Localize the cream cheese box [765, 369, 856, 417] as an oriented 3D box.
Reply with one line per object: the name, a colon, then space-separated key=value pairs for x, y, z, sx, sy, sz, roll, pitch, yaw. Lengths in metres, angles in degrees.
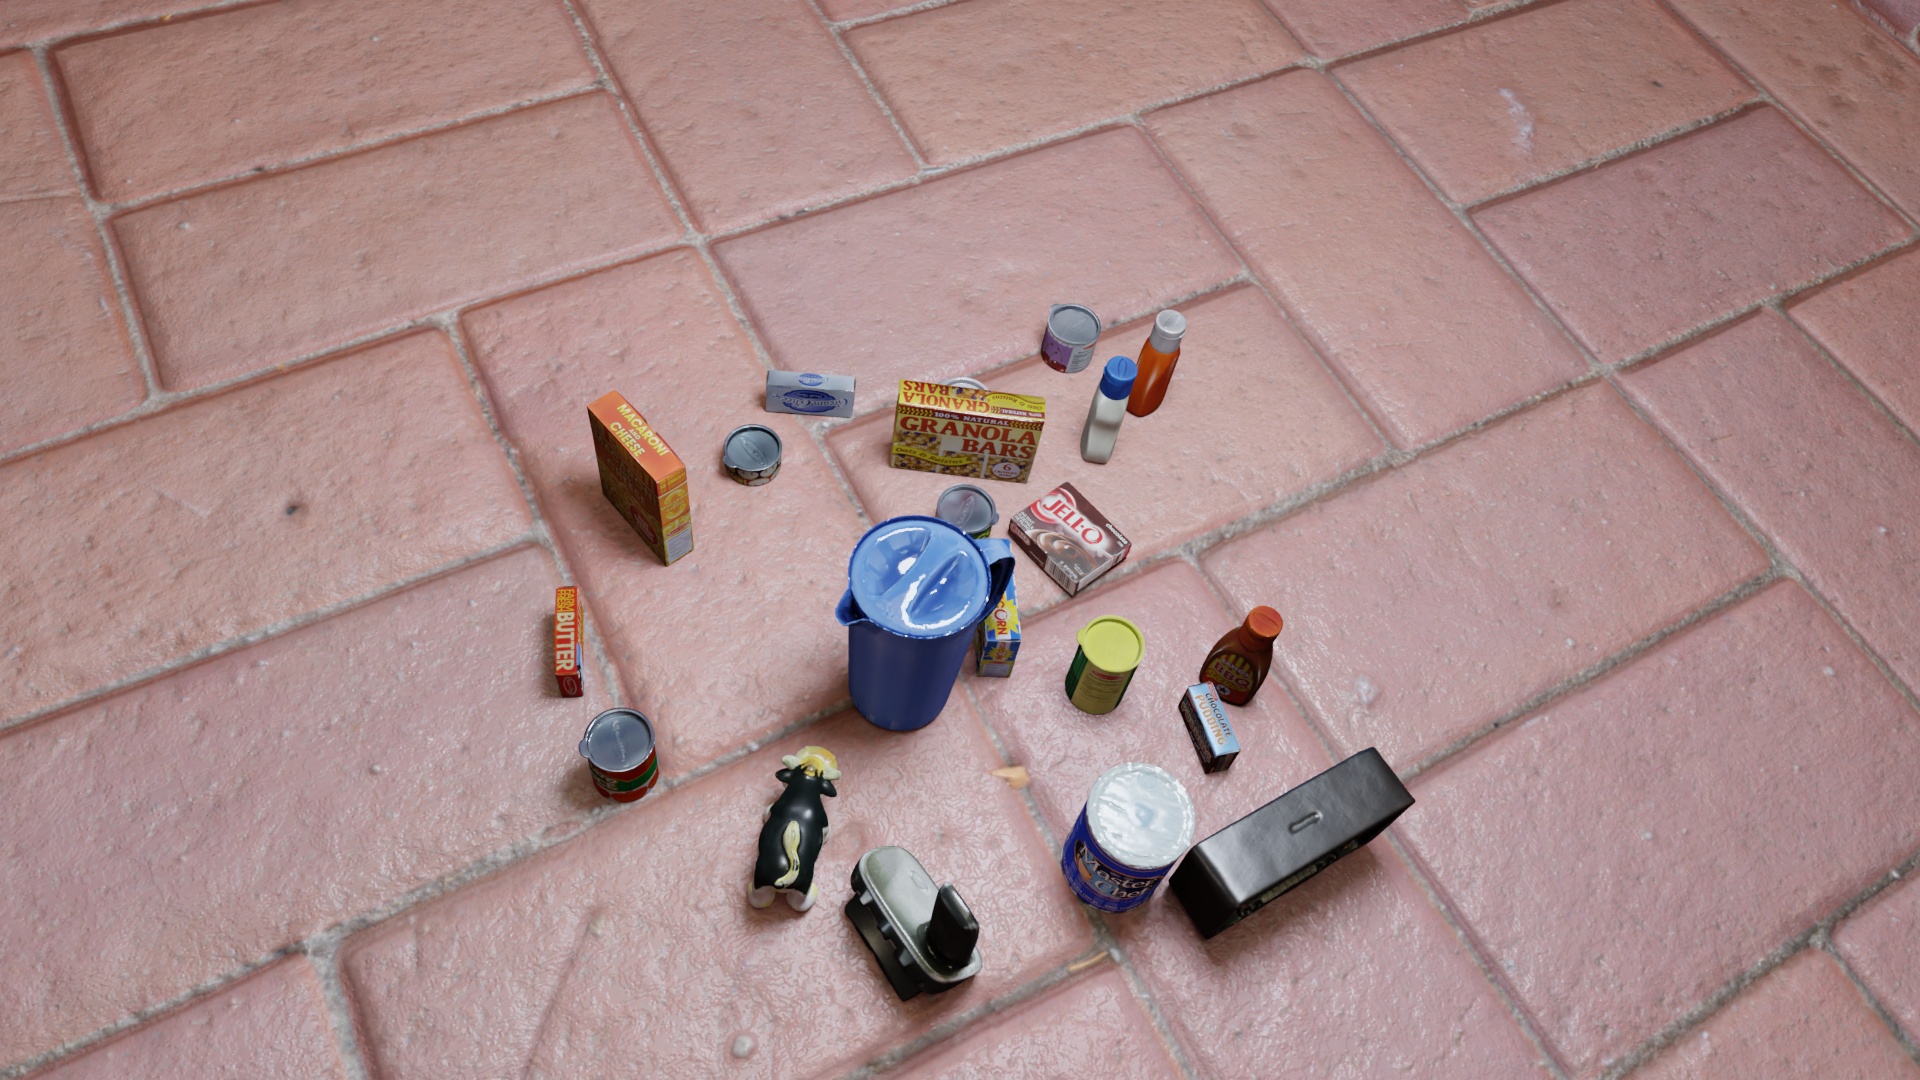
cream cheese box: x=-0.176 y=-0.172 z=1.632 sx=0.104 sy=0.053 sz=0.024 roll=4 pitch=58 yaw=-6

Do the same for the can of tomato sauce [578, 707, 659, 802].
can of tomato sauce: x=-0.330 y=0.210 z=1.349 sx=0.071 sy=0.082 sz=0.071 roll=4 pitch=58 yaw=-6

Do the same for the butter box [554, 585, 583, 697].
butter box: x=-0.401 y=0.103 z=1.425 sx=0.024 sy=0.052 sz=0.104 roll=-3 pitch=58 yaw=-10

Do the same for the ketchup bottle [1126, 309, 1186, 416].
ketchup bottle: x=0.235 y=-0.214 z=1.661 sx=0.043 sy=0.148 sz=0.065 roll=36 pitch=60 yaw=14

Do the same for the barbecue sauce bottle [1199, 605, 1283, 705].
barbecue sauce bottle: x=0.299 y=0.119 z=1.459 sx=0.065 sy=0.147 sz=0.044 roll=32 pitch=59 yaw=12

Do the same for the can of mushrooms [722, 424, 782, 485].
can of mushrooms: x=-0.239 y=-0.096 z=1.587 sx=0.071 sy=0.033 sz=0.071 roll=4 pitch=57 yaw=-6

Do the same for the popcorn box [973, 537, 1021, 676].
popcorn box: x=0.036 y=0.072 z=1.488 sx=0.038 sy=0.084 sz=0.127 roll=0 pitch=58 yaw=-8

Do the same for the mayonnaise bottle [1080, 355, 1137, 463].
mayonnaise bottle: x=0.172 y=-0.154 z=1.614 sx=0.041 sy=0.147 sz=0.065 roll=11 pitch=57 yaw=-1

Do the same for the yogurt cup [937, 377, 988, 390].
yogurt cup: x=0.002 y=-0.151 z=1.644 sx=0.072 sy=0.053 sz=0.073 roll=4 pitch=57 yaw=-6

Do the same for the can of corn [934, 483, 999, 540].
can of corn: x=0.006 y=-0.020 z=1.558 sx=0.071 sy=0.058 sz=0.071 roll=4 pitch=58 yaw=-6

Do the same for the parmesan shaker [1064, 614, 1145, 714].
parmesan shaker: x=0.147 y=0.130 z=1.456 sx=0.071 sy=0.102 sz=0.071 roll=4 pitch=58 yaw=-6

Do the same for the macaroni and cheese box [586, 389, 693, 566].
macaroni and cheese box: x=-0.337 y=-0.065 z=1.473 sx=0.040 sy=0.165 sz=0.124 roll=-35 pitch=69 yaw=-26

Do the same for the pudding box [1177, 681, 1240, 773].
pudding box: x=0.262 y=0.197 z=1.462 sx=0.030 sy=0.049 sz=0.084 roll=-11 pitch=60 yaw=-14

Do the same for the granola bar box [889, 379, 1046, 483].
granola bar box: x=0.006 y=-0.122 z=1.584 sx=0.166 sy=0.123 sz=0.039 roll=7 pitch=57 yaw=-4

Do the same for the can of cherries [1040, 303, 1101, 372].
can of cherries: x=0.135 y=-0.252 z=1.725 sx=0.071 sy=0.058 sz=0.072 roll=4 pitch=58 yaw=-6
